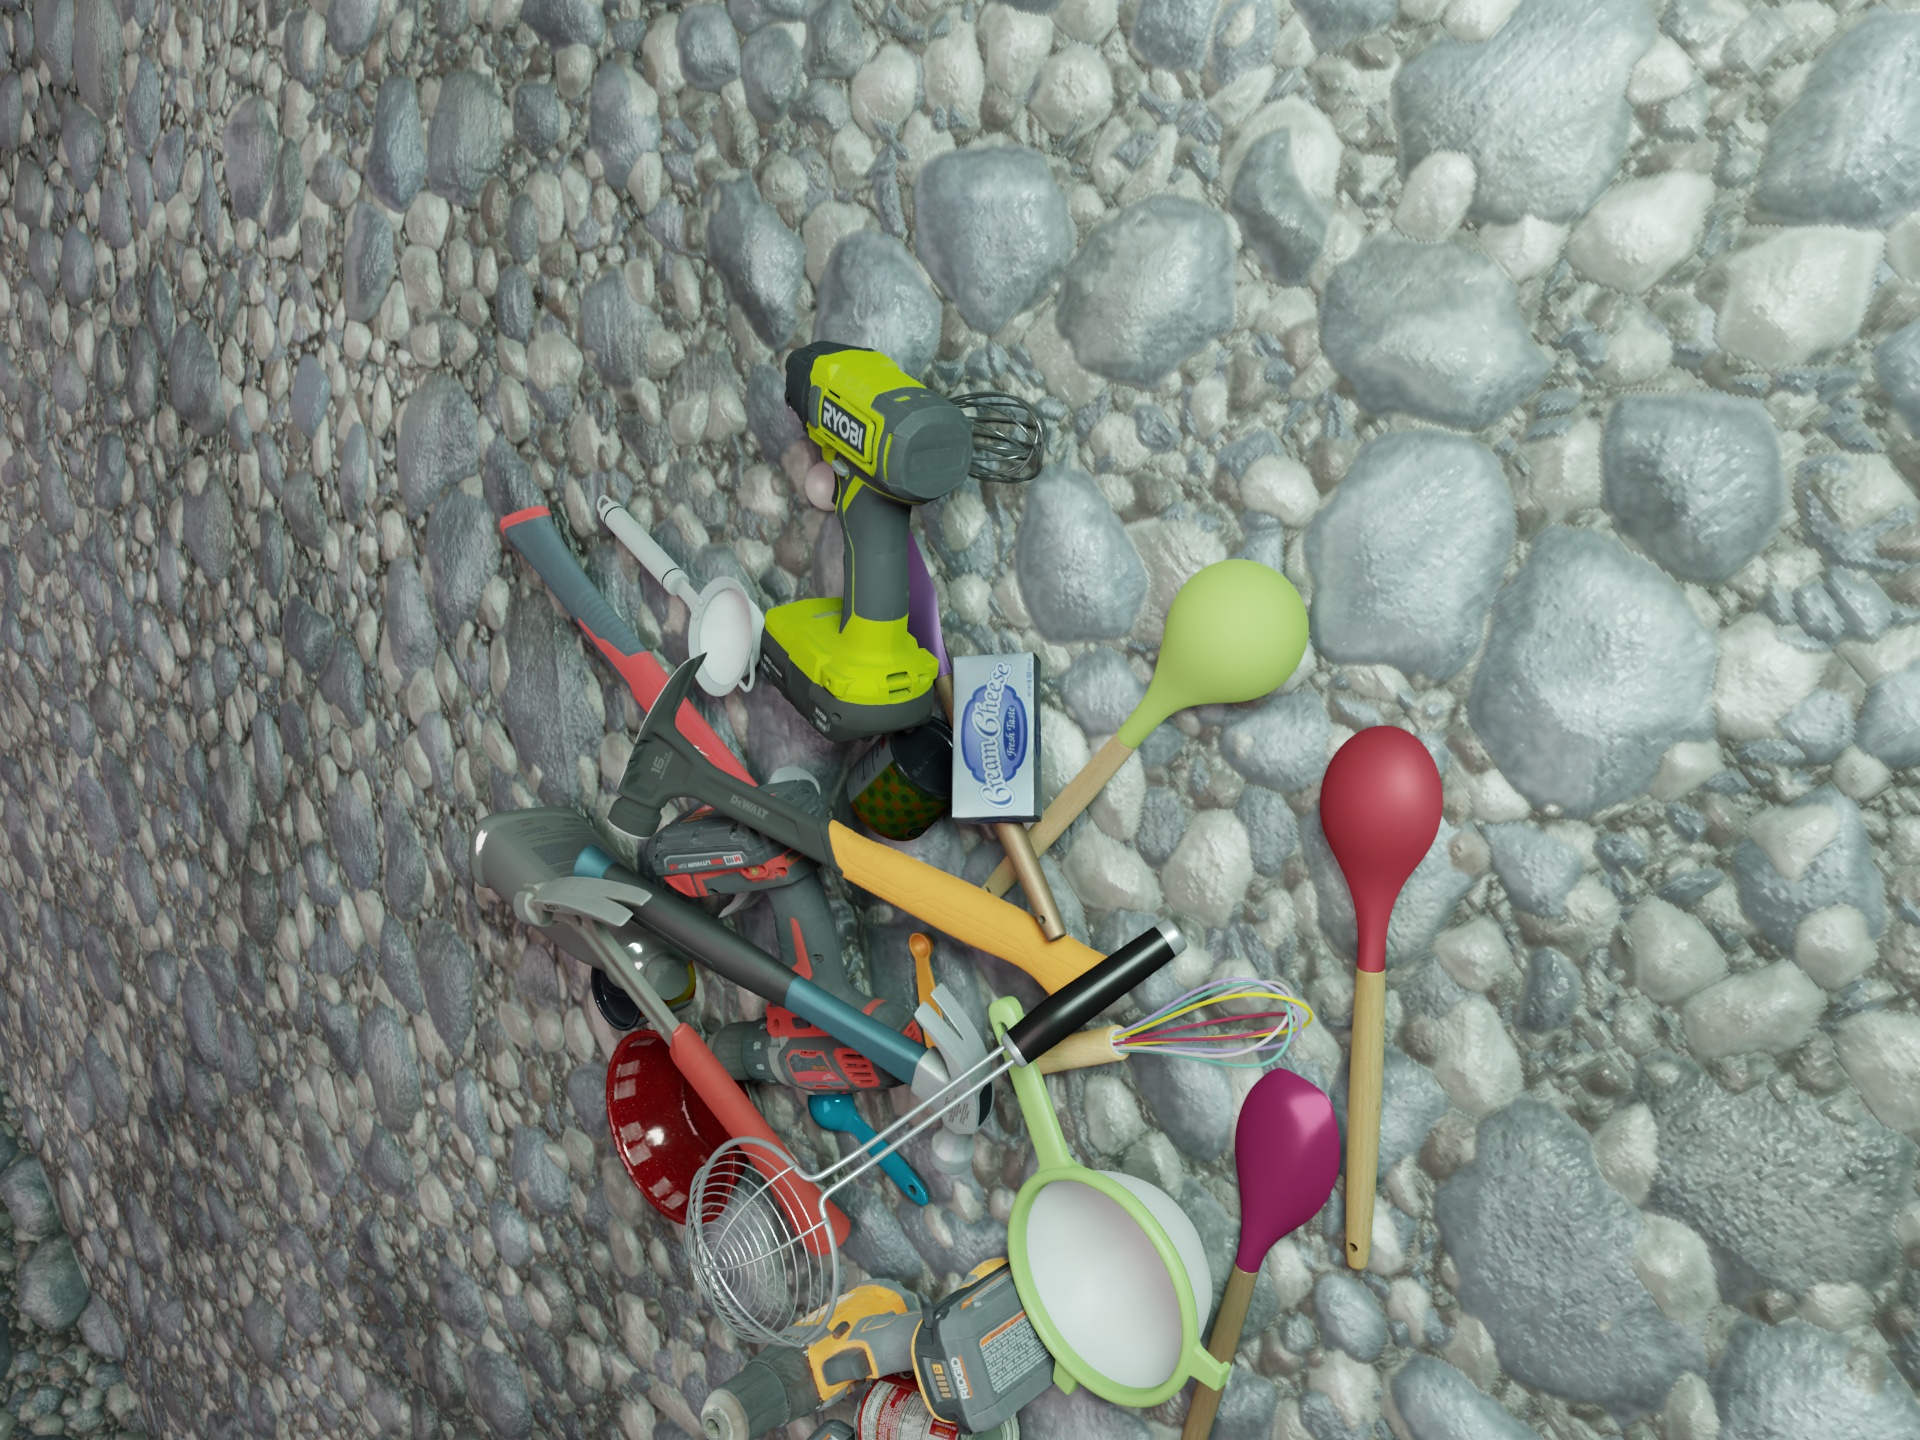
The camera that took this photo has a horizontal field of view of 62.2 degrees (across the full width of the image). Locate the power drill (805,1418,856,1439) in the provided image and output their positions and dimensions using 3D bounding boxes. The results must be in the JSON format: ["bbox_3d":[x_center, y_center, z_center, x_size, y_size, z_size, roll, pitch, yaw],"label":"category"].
[{"bbox_3d":[-0.030,0.637,1.167,0.227,0.084,0.164,23,129,32],"label":"power drill"}]

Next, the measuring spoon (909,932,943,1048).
[{"bbox_3d":[-0.017,0.202,1.108,0.021,0.011,0.117,-1,102,42],"label":"measuring spoon"}]

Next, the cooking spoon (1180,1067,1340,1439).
[{"bbox_3d":[0.168,0.352,0.967,0.069,0.017,0.318,27,116,36],"label":"cooking spoon"}]

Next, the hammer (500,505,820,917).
[{"bbox_3d":[-0.254,-0.024,1.247,0.387,0.038,0.143,48,129,24],"label":"hammer"}]

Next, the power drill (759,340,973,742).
[{"bbox_3d":[-0.067,-0.115,0.989,0.171,0.080,0.223,42,134,45],"label":"power drill"}]

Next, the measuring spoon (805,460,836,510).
[{"bbox_3d":[-0.061,-0.163,1.054,0.124,0.018,0.034,-5,96,42],"label":"measuring spoon"}]

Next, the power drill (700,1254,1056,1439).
[{"bbox_3d":[-0.051,0.432,1.074,0.226,0.185,0.084,-23,83,40],"label":"power drill"}]

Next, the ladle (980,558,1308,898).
[{"bbox_3d":[0.095,0.022,0.951,0.078,0.062,0.320,54,136,17],"label":"ladle"}]

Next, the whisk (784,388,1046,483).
[{"bbox_3d":[-0.035,-0.191,1.006,0.239,0.055,0.055,21,113,42],"label":"whisk"}]

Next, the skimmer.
[{"bbox_3d":[-0.013,0.240,0.968,0.363,0.090,0.127,-35,67,-4],"label":"skimmer"}]

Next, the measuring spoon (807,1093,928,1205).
[{"bbox_3d":[-0.072,0.314,1.171,0.129,0.021,0.042,39,124,30],"label":"measuring spoon"}]

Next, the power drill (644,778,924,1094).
[{"bbox_3d":[-0.139,0.166,1.135,0.188,0.080,0.226,-10,107,37],"label":"power drill"}]

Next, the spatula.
[{"bbox_3d":[-0.002,-0.003,1.018,0.059,0.018,0.316,-42,63,41],"label":"spatula"}]

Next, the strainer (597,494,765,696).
[{"bbox_3d":[-0.206,-0.100,1.186,0.259,0.050,0.086,44,120,33],"label":"strainer"}]

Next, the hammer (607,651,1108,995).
[{"bbox_3d":[-0.055,0.083,1.003,0.337,0.034,0.127,27,106,6],"label":"hammer"}]

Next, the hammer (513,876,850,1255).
[{"bbox_3d":[-0.175,0.252,1.126,0.149,0.037,0.358,-2,127,48],"label":"hammer"}]

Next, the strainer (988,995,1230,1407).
[{"bbox_3d":[0.086,0.290,0.995,0.151,0.069,0.256,-30,77,47],"label":"strainer"}]

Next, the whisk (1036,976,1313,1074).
[{"bbox_3d":[0.114,0.195,0.968,0.245,0.047,0.051,-25,71,47],"label":"whisk"}]

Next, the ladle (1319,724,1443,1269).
[{"bbox_3d":[0.223,0.159,0.870,0.069,0.031,0.315,11,109,40],"label":"ladle"}]

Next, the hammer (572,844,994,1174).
[{"bbox_3d":[-0.123,0.176,1.061,0.331,0.033,0.128,27,129,17],"label":"hammer"}]
